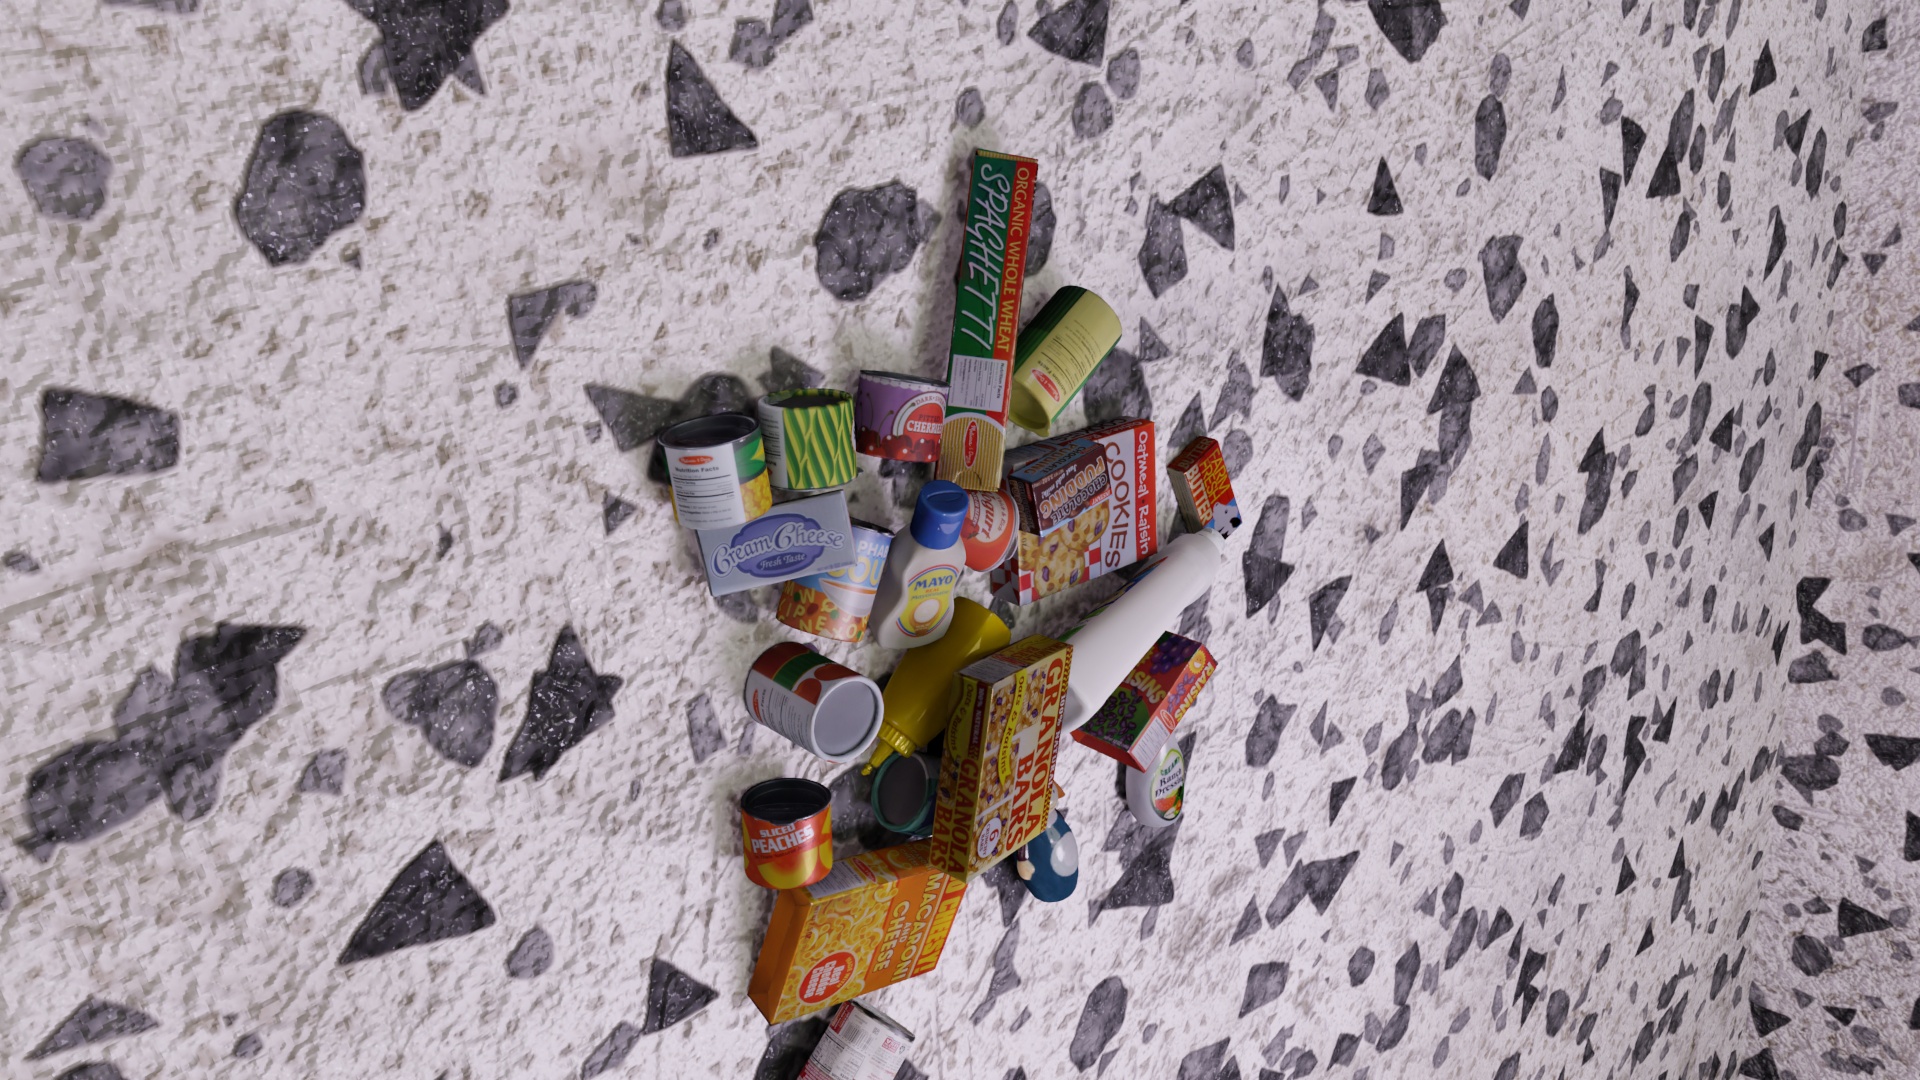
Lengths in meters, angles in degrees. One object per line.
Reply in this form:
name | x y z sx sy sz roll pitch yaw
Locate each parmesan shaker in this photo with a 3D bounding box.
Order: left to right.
parmesan shaker | 0.075 -0.143 1.101 0.103 0.071 0.071 -51 131 -20

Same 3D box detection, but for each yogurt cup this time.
yogurt cup | 0.004 -0.014 1.078 0.054 0.072 0.072 17 91 -36

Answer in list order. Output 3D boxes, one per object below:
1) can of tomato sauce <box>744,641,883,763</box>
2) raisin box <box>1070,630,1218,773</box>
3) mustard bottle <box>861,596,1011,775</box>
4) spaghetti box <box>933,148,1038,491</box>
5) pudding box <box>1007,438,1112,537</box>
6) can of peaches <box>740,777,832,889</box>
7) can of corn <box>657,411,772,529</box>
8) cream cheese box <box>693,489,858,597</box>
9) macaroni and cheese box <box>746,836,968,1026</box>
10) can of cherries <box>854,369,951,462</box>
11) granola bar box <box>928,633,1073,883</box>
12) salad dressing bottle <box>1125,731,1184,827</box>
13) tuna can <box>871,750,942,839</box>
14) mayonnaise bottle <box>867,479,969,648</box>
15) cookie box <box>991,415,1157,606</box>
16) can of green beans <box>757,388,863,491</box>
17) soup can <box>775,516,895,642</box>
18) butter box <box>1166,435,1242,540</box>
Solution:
can of tomato sauce | -0.104 0.115 1.002 0.071 0.083 0.071 -15 113 -39
raisin box | 0.162 0.139 1.253 0.124 0.086 0.040 -52 129 -18
mustard bottle | -0.027 0.120 1.092 0.160 0.065 0.048 -52 131 -11
spaghetti box | 0.019 -0.162 1.037 0.050 0.028 0.249 7 92 -5
pudding box | 0.080 -0.042 1.106 0.084 0.030 0.049 -28 120 -32
can of peaches | -0.128 0.216 1.021 0.071 0.071 0.058 -15 113 -39
can of corn | -0.160 -0.047 0.917 0.071 0.071 0.058 -24 119 -36
cream cheese box | -0.125 0.002 0.947 0.104 0.024 0.053 -12 96 -5
macaroni and cheese box | -0.076 0.302 1.096 0.167 0.040 0.123 -4 122 -43
can of cherries | -0.043 -0.090 1.006 0.071 0.071 0.058 0 103 -43
granola bar box | 0.032 0.167 1.086 0.124 0.039 0.165 -17 119 -55
salad dressing bottle | 0.185 0.199 1.321 0.064 0.044 0.147 -21 116 -38
tuna can | -0.038 0.202 1.102 0.033 0.071 0.071 25 85 -43
mayonnaise bottle | -0.027 0.019 1.028 0.065 0.041 0.147 -9 140 -25
cookie box | 0.097 -0.028 1.175 0.168 0.040 0.122 -19 114 -37
can of green beans | -0.105 -0.070 0.958 0.071 0.071 0.057 -17 113 -38
soup can | -0.089 0.025 0.998 0.071 0.071 0.083 13 94 -44
butter box | 0.230 -0.042 1.304 0.053 0.024 0.103 -42 127 -25
